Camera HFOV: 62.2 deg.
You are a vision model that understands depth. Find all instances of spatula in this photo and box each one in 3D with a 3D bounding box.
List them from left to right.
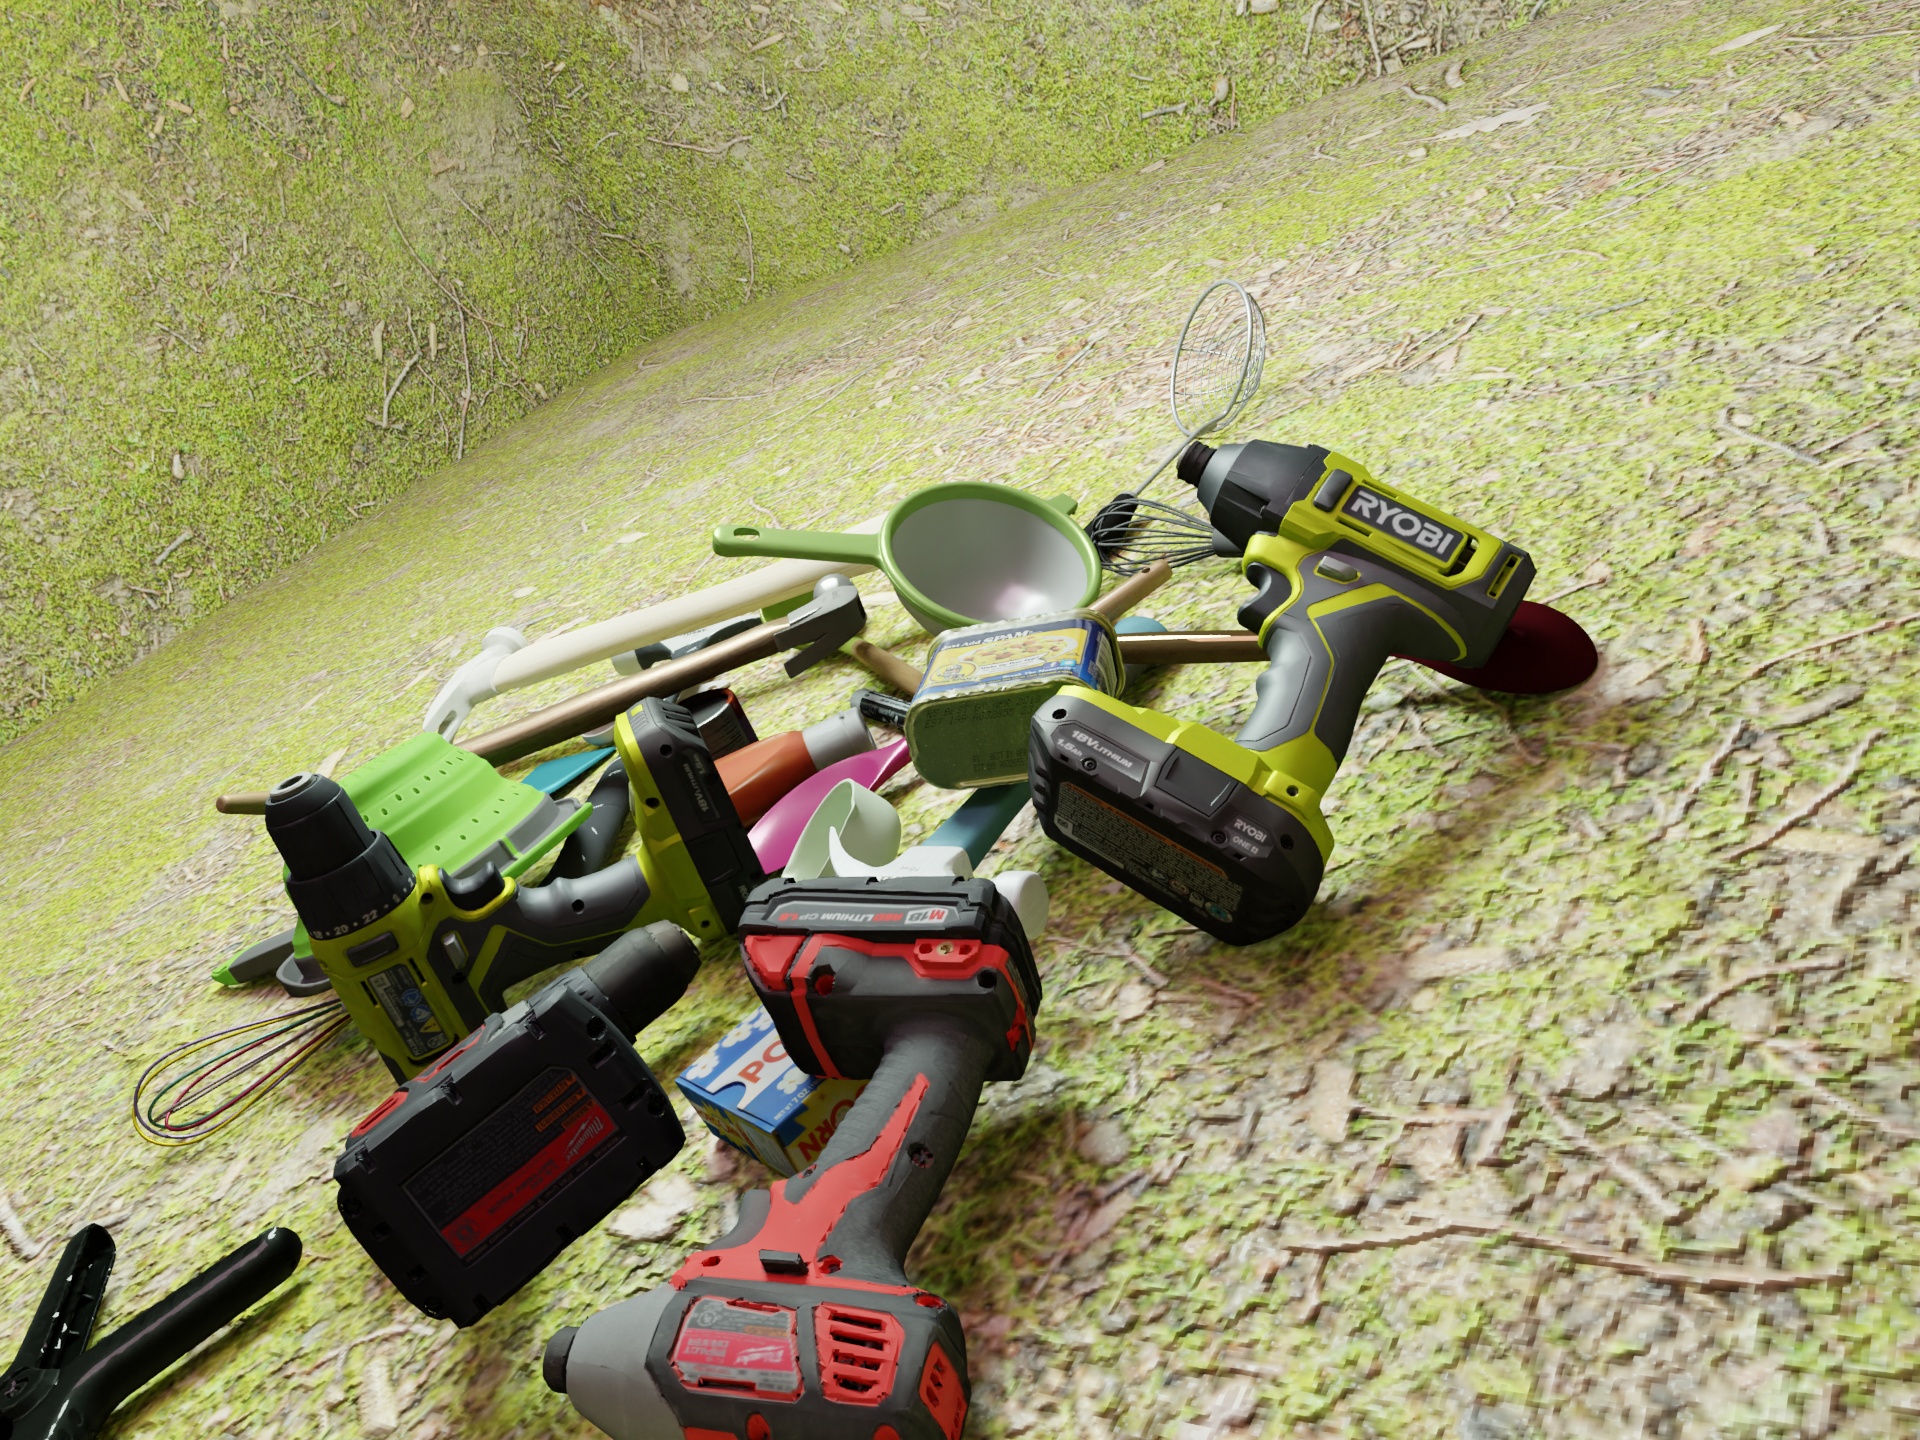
[{"bbox_3d":[-0.379,0.045,1.126,0.082,0.044,0.317,-11,-7,31],"label":"spatula"}]

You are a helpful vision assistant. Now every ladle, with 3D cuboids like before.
[{"bbox_3d":[-0.067,-0.055,1.129,0.078,0.062,0.320,-31,26,-14],"label":"ladle"},{"bbox_3d":[0.164,-0.039,0.829,0.315,0.031,0.069,1,36,33],"label":"ladle"}]

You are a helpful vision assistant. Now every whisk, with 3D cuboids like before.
[{"bbox_3d":[-0.380,0.184,0.970,0.245,0.051,0.047,-29,43,-18],"label":"whisk"},{"bbox_3d":[0.173,-0.118,1.032,0.239,0.055,0.055,8,40,47],"label":"whisk"}]

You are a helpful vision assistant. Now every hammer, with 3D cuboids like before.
[{"bbox_3d":[-0.220,-0.018,1.076,0.331,0.031,0.130,-22,17,-1],"label":"hammer"},{"bbox_3d":[-0.229,0.026,1.137,0.149,0.036,0.409,-11,28,11],"label":"hammer"},{"bbox_3d":[-0.224,-0.071,1.210,0.410,0.038,0.146,-16,30,22],"label":"hammer"},{"bbox_3d":[0.042,0.019,0.833,0.128,0.033,0.331,-3,24,29],"label":"hammer"}]

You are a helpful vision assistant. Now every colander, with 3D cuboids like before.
[{"bbox_3d":[-0.405,0.095,1.026,0.397,0.094,0.204,-21,16,38],"label":"colander"}]

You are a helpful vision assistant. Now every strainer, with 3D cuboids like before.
[{"bbox_3d":[-0.037,-0.092,1.057,0.256,0.069,0.152,3,47,-9],"label":"strainer"}]

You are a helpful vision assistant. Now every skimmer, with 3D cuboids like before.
[{"bbox_3d":[0.135,-0.217,1.221,0.363,0.090,0.127,-47,-2,-36],"label":"skimmer"}]

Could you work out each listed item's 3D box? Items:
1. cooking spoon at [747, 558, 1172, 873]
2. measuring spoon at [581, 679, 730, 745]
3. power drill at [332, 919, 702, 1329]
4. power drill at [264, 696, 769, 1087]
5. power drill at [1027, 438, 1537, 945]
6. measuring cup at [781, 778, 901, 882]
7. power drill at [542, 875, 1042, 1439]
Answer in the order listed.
[{"bbox_3d":[-0.002,-0.003,0.961,0.319,0.017,0.069,-35,30,-6],"label":"cooking spoon"},{"bbox_3d":[-0.240,-0.005,1.259,0.124,0.018,0.034,-19,26,-2],"label":"measuring spoon"},{"bbox_3d":[-0.183,0.159,0.700,0.188,0.080,0.227,-38,7,-17],"label":"power drill"},{"bbox_3d":[-0.231,0.080,0.844,0.228,0.190,0.080,-25,22,-9],"label":"power drill"},{"bbox_3d":[0.132,-0.027,0.711,0.171,0.080,0.223,30,64,17],"label":"power drill"},{"bbox_3d":[-0.068,0.106,0.808,0.083,0.038,0.168,-44,25,44],"label":"measuring cup"},{"bbox_3d":[-0.053,0.161,0.573,0.143,0.078,0.220,-3,41,19],"label":"power drill"}]
